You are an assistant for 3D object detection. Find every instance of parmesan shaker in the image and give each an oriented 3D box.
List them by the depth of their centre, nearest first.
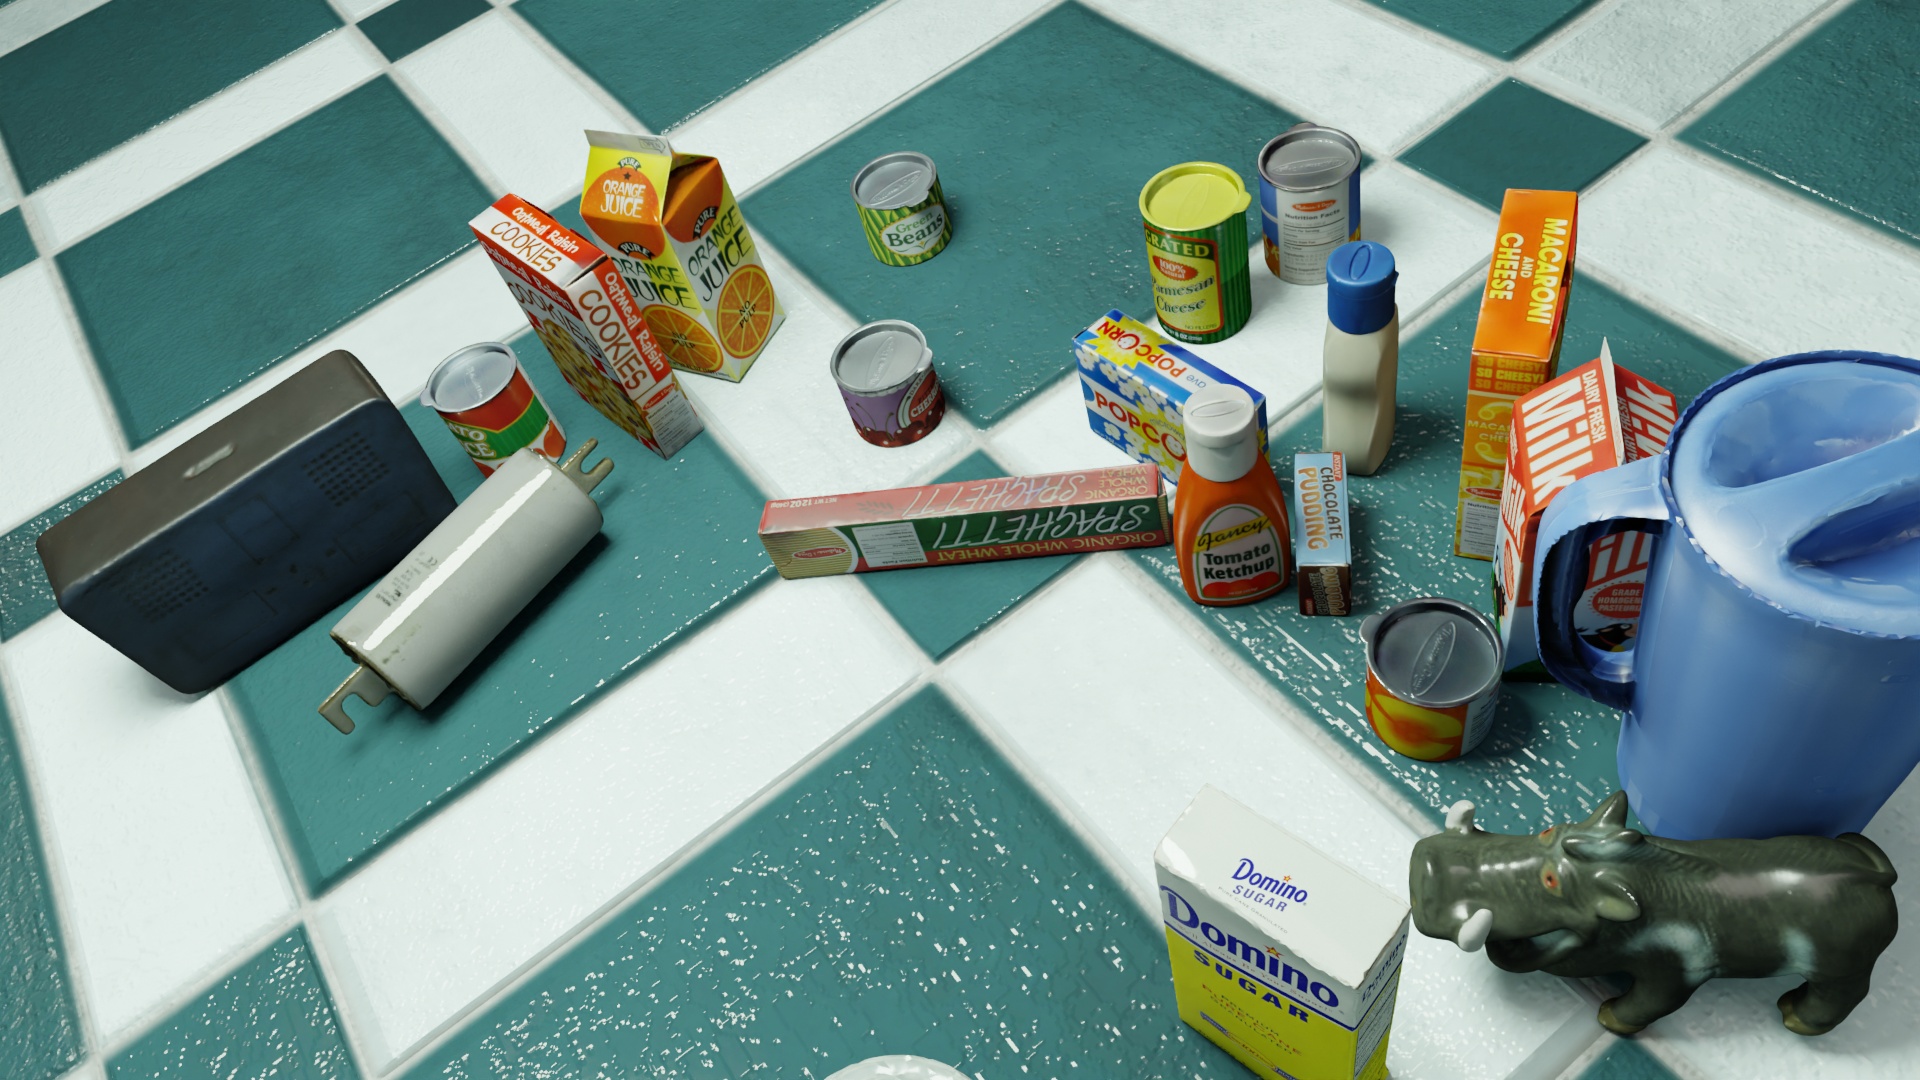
[{"bbox_3d":[0.159,-0.187,0.914,0.071,0.102,0.072,-8,51,10],"label":"parmesan shaker"}]

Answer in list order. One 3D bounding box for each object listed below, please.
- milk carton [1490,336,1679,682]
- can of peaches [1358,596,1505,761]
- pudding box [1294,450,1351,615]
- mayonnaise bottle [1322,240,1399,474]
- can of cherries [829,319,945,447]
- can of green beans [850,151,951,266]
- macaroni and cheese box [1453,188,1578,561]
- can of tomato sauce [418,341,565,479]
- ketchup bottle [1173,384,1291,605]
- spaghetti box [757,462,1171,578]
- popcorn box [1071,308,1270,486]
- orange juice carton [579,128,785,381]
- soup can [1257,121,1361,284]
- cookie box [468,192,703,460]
[{"bbox_3d":[0.305,-0.008,0.675,0.073,0.189,0.073,-1,53,15],"label":"milk carton"},{"bbox_3d":[0.241,0.071,0.716,0.071,0.057,0.071,-8,51,10],"label":"can of peaches"},{"bbox_3d":[0.206,-0.005,0.791,0.030,0.049,0.084,-2,52,14],"label":"pudding box"},{"bbox_3d":[0.230,-0.106,0.801,0.041,0.147,0.065,11,57,23],"label":"mayonnaise bottle"},{"bbox_3d":[-0.046,-0.104,0.934,0.071,0.058,0.072,-8,51,10],"label":"can of cherries"},{"bbox_3d":[-0.044,-0.250,1.049,0.071,0.057,0.071,-8,51,10],"label":"can of green beans"},{"bbox_3d":[0.301,-0.086,0.753,0.040,0.165,0.124,9,56,22],"label":"macaroni and cheese box"},{"bbox_3d":[-0.329,-0.087,0.983,0.071,0.082,0.071,-8,51,10],"label":"can of tomato sauce"},{"bbox_3d":[0.146,-0.023,0.758,0.065,0.148,0.044,-11,51,7],"label":"ketchup bottle"},{"bbox_3d":[0.003,-0.011,0.852,0.250,0.050,0.029,-5,52,11],"label":"spaghetti box"},{"bbox_3d":[0.129,-0.077,0.846,0.038,0.084,0.127,-40,53,-16],"label":"popcorn box"},{"bbox_3d":[-0.197,-0.206,0.969,0.072,0.191,0.073,15,58,25],"label":"orange juice carton"},{"bbox_3d":[0.236,-0.227,0.937,0.071,0.083,0.072,-8,51,10],"label":"soup can"},{"bbox_3d":[-0.254,-0.146,0.954,0.123,0.166,0.040,34,68,34],"label":"cookie box"}]
